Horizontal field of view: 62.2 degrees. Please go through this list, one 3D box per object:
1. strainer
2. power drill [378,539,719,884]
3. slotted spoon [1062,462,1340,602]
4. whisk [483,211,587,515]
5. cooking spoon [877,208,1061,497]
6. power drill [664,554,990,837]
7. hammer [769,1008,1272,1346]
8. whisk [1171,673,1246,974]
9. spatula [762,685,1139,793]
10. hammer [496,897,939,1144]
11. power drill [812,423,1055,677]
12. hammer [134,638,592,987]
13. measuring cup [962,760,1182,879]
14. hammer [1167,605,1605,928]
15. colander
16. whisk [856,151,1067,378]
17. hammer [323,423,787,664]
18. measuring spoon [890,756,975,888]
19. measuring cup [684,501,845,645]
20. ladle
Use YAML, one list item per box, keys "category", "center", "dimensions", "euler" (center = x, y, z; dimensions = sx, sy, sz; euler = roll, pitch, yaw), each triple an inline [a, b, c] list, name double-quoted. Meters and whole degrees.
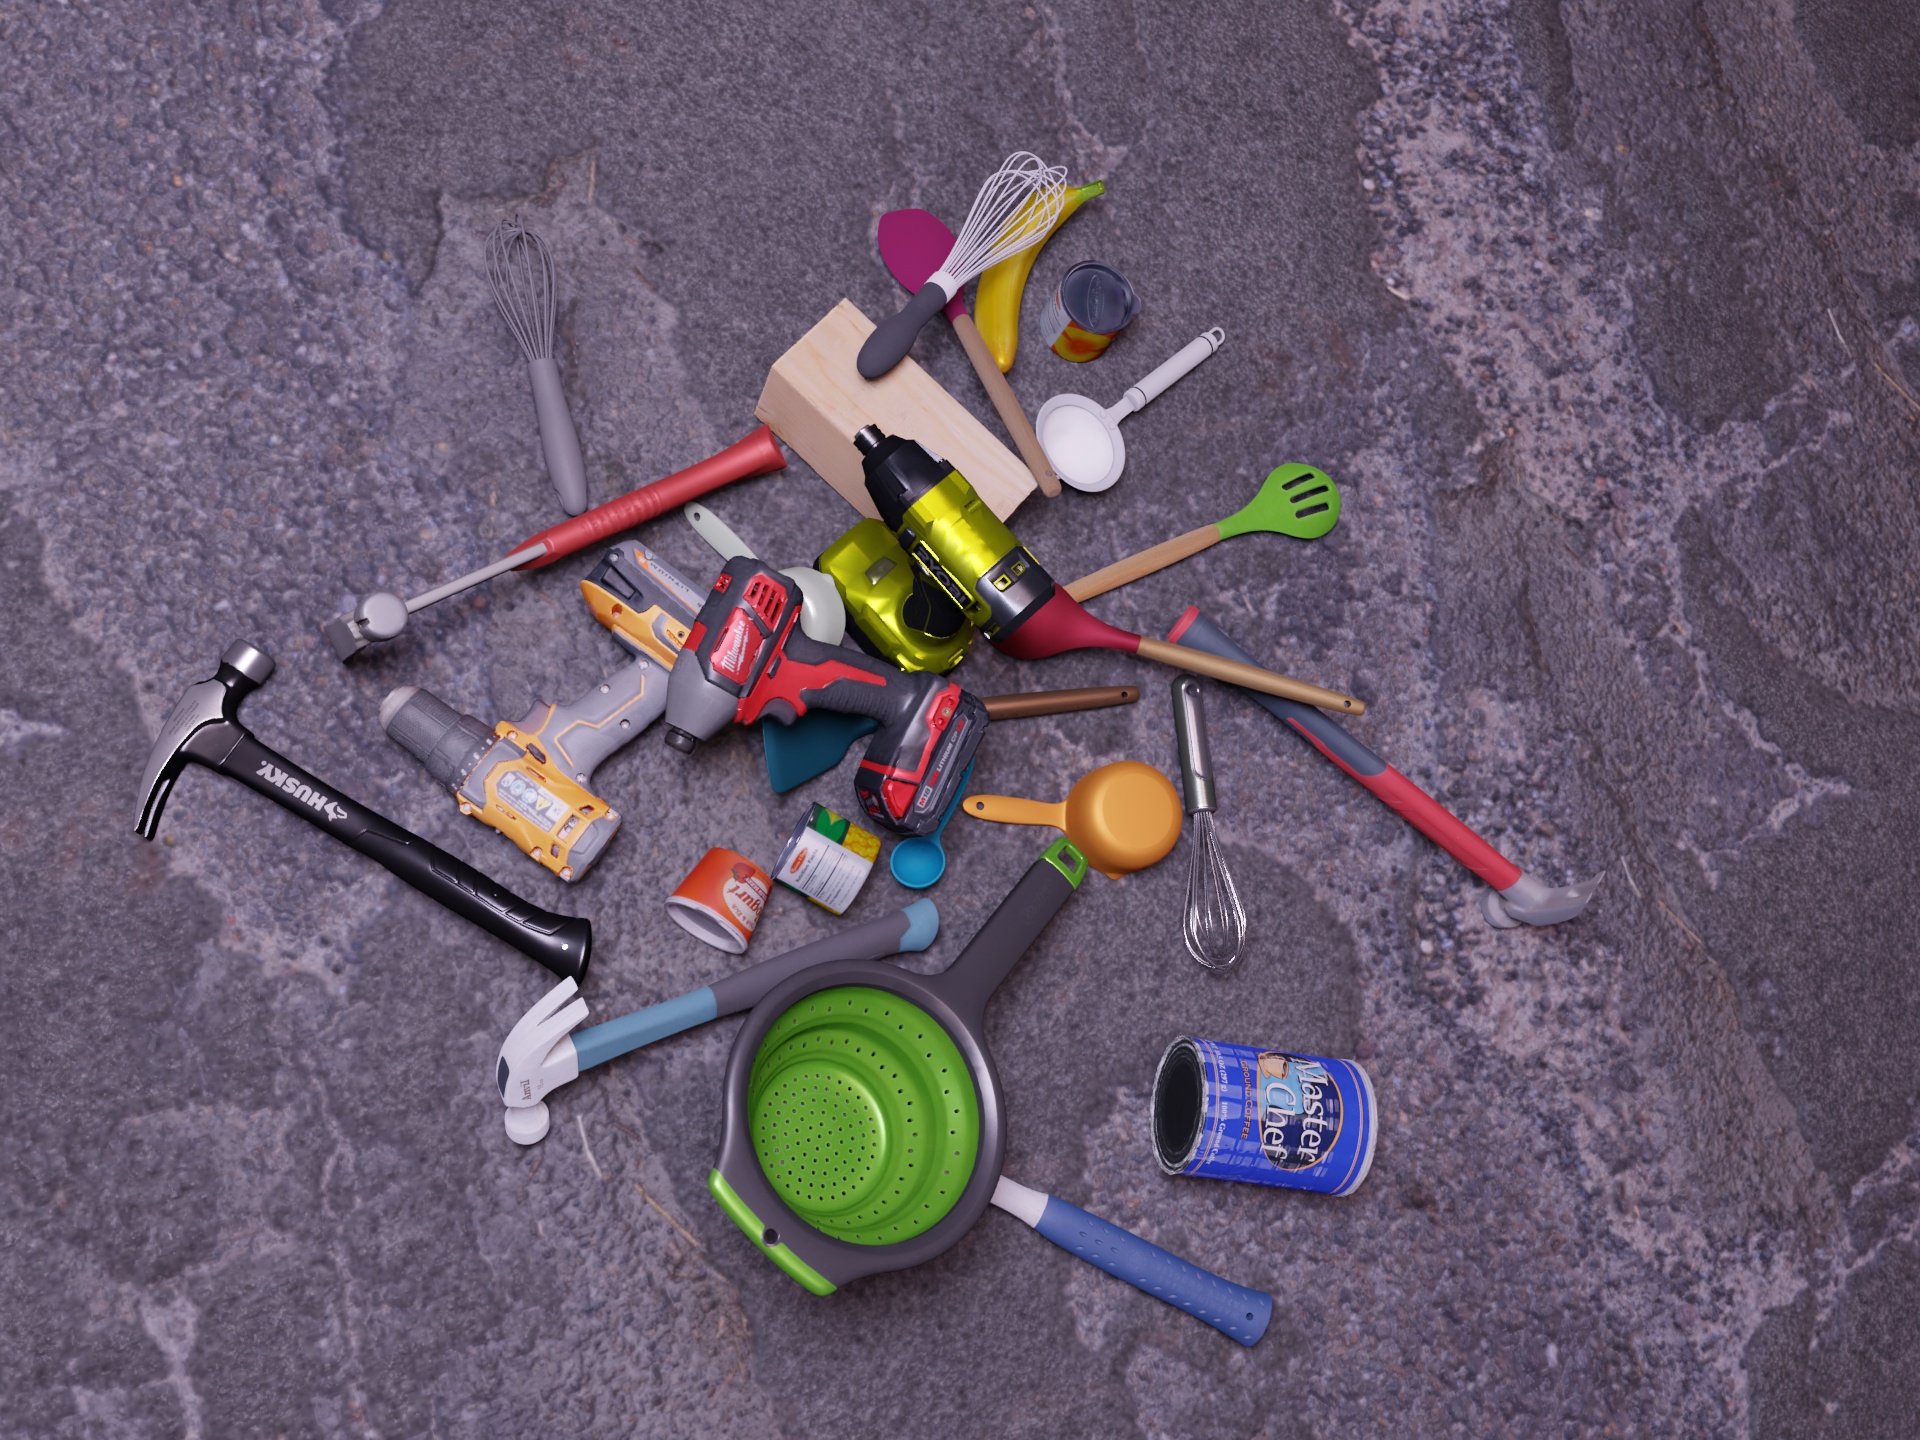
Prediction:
- category: "strainer"
  center: [0.141, -0.265, 1.339]
  dimensions: [0.258, 0.050, 0.087]
  euler: [-40, 96, -25]
- category: "power drill"
  center: [-0.285, -0.022, 1.146]
  dimensions: [0.185, 0.084, 0.226]
  euler: [37, 76, -5]
- category: "slotted spoon"
  center: [0.194, -0.147, 1.334]
  dimensions: [0.313, 0.031, 0.070]
  euler: [-23, 83, -18]
- category: "whisk"
  center: [-0.317, -0.271, 1.209]
  dimensions: [0.055, 0.055, 0.239]
  euler: [-13, 86, -18]
- category: "cooking spoon"
  center: [0.011, -0.302, 1.272]
  dimensions: [0.068, 0.017, 0.319]
  euler: [-16, 63, -19]
- category: "power drill"
  center: [-0.101, -0.007, 1.136]
  dimensions: [0.219, 0.078, 0.143]
  euler: [30, 82, -24]
- category: "hammer"
  center: [0.046, 0.362, 1.171]
  dimensions: [0.405, 0.035, 0.144]
  euler: [29, 71, -8]
- category: "whisk"
  center: [0.194, 0.080, 1.272]
  dimensions: [0.057, 0.059, 0.246]
  euler: [4, 72, -27]
- category: "spatula"
  center: [-0.002, -0.004, 1.237]
  dimensions: [0.317, 0.044, 0.082]
  euler: [-7, 95, -18]
- category: "hammer"
  center: [-0.164, 0.195, 1.126]
  dimensions: [0.331, 0.128, 0.033]
  euler: [-18, 48, -26]
- category: "power drill"
  center: [-0.032, -0.116, 1.158]
  dimensions: [0.080, 0.223, 0.171]
  euler: [-42, 91, -20]
- category: "hammer"
  center: [-0.400, 0.088, 1.092]
  dimensions: [0.335, 0.035, 0.146]
  euler: [31, 72, 0]
- category: "measuring cup"
  center: [0.091, 0.070, 1.240]
  dimensions: [0.173, 0.052, 0.095]
  euler: [7, 76, -16]
- category: "hammer"
  center: [0.332, 0.034, 1.281]
  dimensions: [0.386, 0.143, 0.038]
  euler: [38, 73, 0]
- category: "colander"
  center: [-0.034, 0.225, 1.125]
  dimensions: [0.204, 0.094, 0.397]
  euler: [45, 52, -2]
- category: "whisk"
  center: [0.002, -0.356, 1.243]
  dimensions: [0.070, 0.070, 0.285]
  euler: [39, 60, -4]
- category: "hammer"
  center: [-0.284, -0.134, 1.160]
  dimensions: [0.359, 0.149, 0.036]
  euler: [-30, 101, -29]
- category: "measuring spoon"
  center: [-0.016, 0.076, 1.232]
  dimensions: [0.042, 0.021, 0.129]
  euler: [18, 63, 12]
- category: "measuring cup"
  center: [-0.160, -0.107, 1.205]
  dimensions: [0.168, 0.083, 0.038]
  euler: [44, 26, 10]
- category: "ladle"
  center: [0.166, -0.051, 1.258]
  dimensions: [0.315, 0.031, 0.069]
  euler: [16, 88, 4]
